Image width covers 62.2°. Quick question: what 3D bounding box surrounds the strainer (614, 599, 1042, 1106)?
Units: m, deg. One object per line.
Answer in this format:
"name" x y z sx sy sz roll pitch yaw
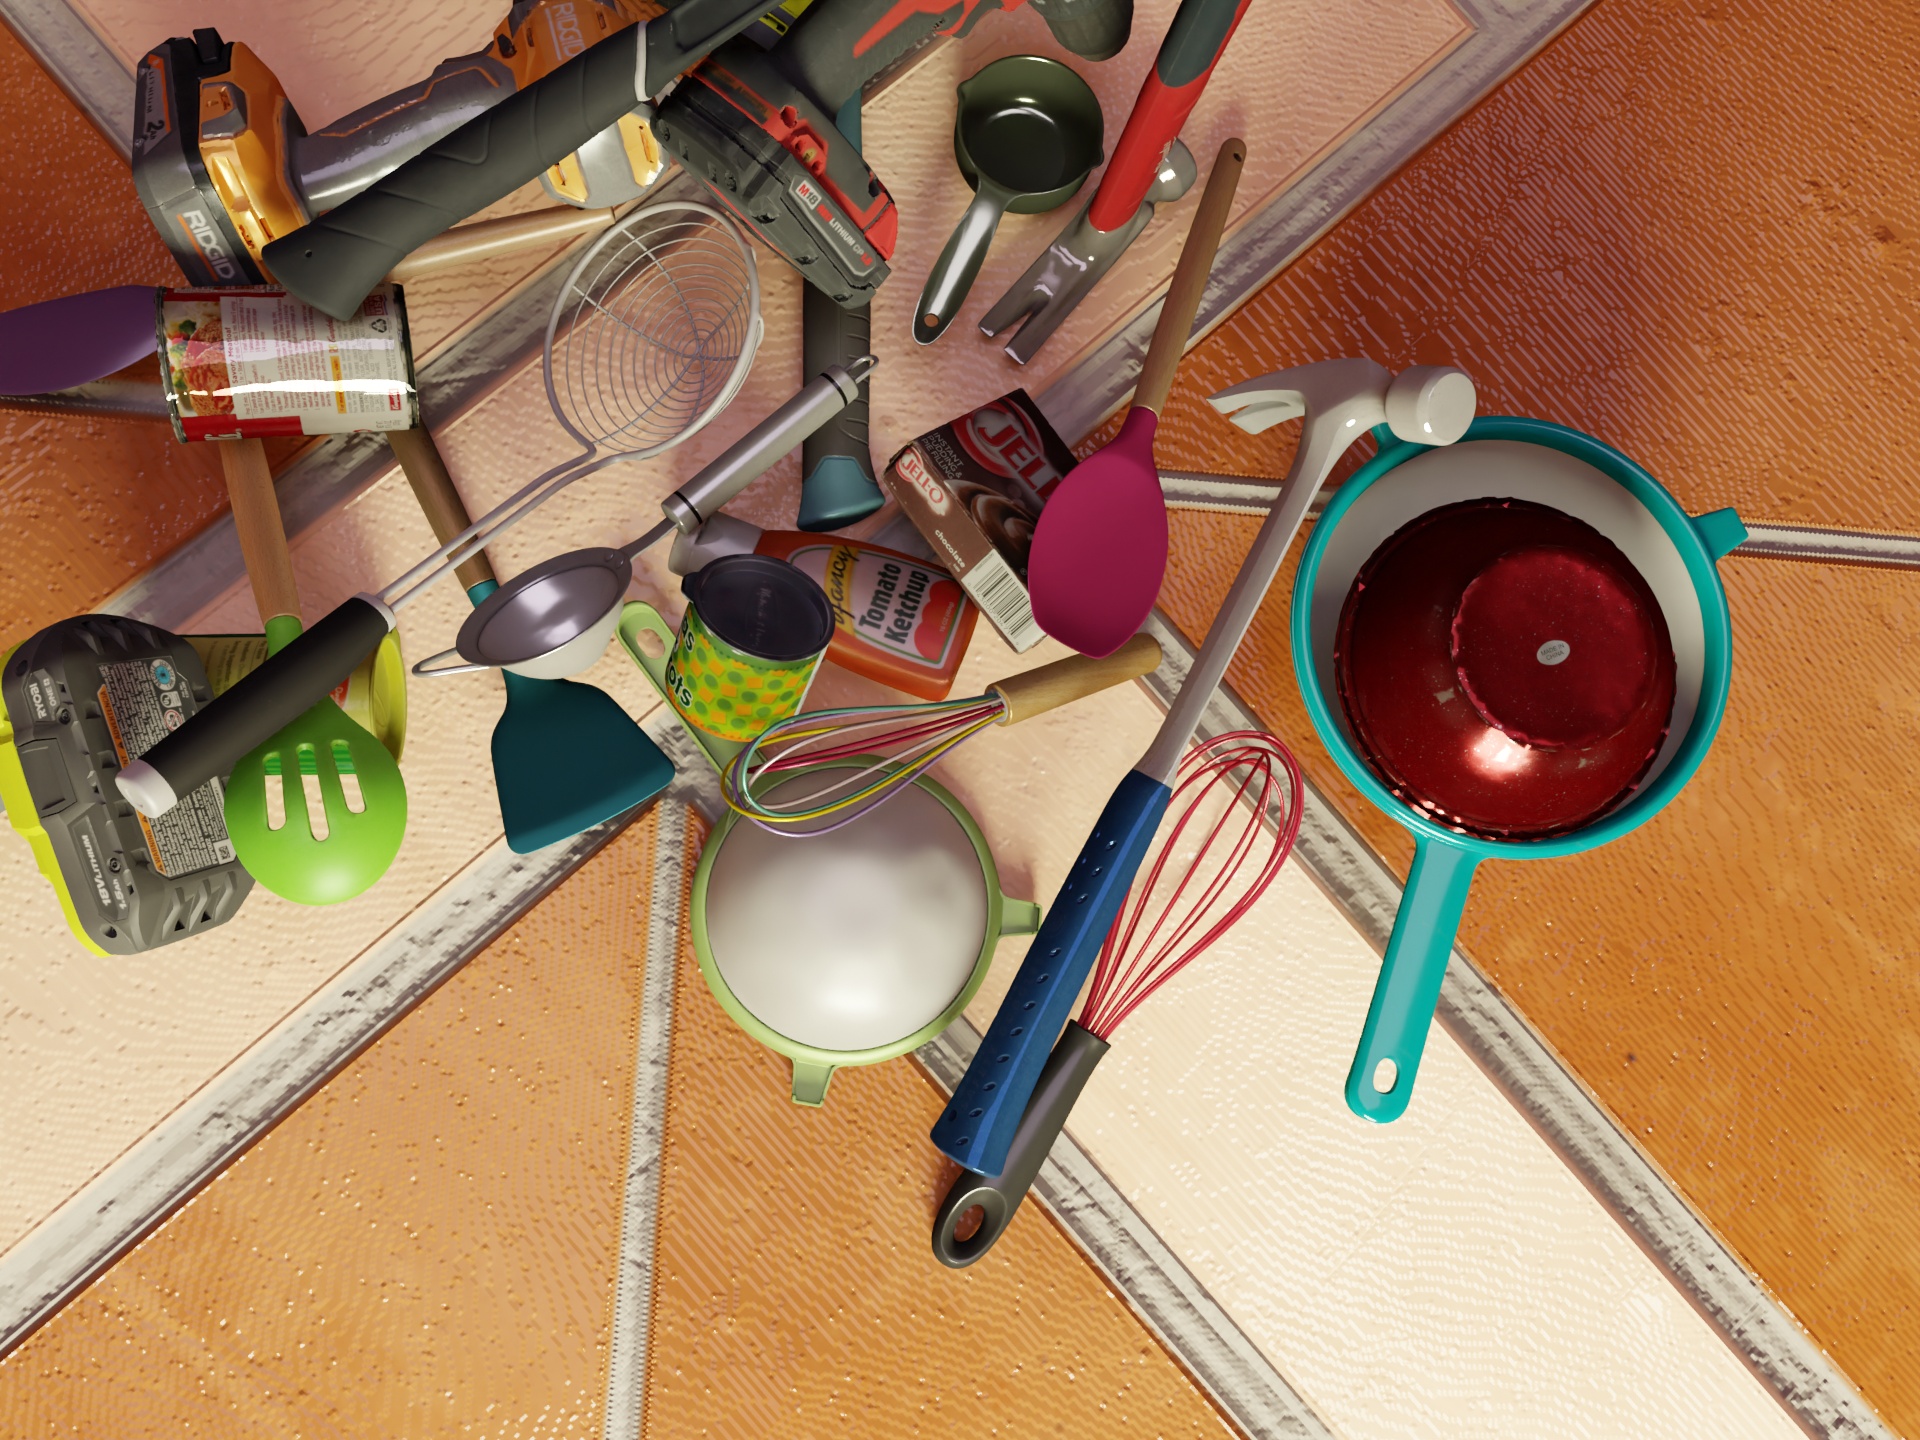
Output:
"strainer" -0.083 0.044 0.744 0.151 0.069 0.256 -37 89 -10

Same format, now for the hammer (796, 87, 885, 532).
"hammer" -0.061 -0.258 0.808 0.128 0.033 0.331 0 82 -8

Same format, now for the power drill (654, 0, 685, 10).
"power drill" -0.132 -0.484 0.813 0.143 0.078 0.220 38 83 -1

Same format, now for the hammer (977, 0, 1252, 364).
"hammer" 0.087 -0.267 0.647 0.038 0.386 0.143 41 80 0

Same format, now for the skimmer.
"skimmer" -0.219 -0.105 0.685 0.127 0.090 0.363 19 49 29

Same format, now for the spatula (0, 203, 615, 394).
"spatula" -0.320 -0.206 0.759 0.316 0.018 0.060 -14 62 -3

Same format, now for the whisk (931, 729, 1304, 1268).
"whisk" 0.072 0.132 0.759 0.073 0.073 0.296 33 86 -1

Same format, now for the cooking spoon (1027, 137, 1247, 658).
"cooking spoon" 0.097 -0.170 0.786 0.068 0.017 0.319 28 65 -17

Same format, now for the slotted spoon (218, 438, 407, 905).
"slotted spoon" -0.306 -0.062 0.702 0.070 0.031 0.314 -13 62 -20

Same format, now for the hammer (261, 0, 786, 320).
"hammer" -0.113 -0.282 0.641 0.409 0.036 0.149 -28 85 11

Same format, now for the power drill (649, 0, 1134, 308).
"power drill" -0.014 -0.305 0.730 0.080 0.187 0.226 43 96 25

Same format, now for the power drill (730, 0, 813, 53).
"power drill" -0.130 -0.425 0.740 0.223 0.080 0.171 29 87 -7

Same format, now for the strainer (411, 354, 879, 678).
"strainer" -0.133 -0.088 0.730 0.258 0.087 0.050 -42 129 -12

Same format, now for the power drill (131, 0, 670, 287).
"power drill" -0.260 -0.296 0.752 0.226 0.084 0.186 -16 54 -5

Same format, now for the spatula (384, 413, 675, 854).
"spatula" -0.239 -0.090 0.758 0.082 0.044 0.317 -27 85 -11

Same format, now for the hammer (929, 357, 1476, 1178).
"hammer" 0.090 0.016 0.733 0.035 0.144 0.405 28 88 -32

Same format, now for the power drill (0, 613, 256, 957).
"power drill" -0.418 0.063 0.668 0.228 0.080 0.190 -16 92 16

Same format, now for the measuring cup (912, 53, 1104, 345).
"measuring cup" 0.014 -0.260 0.817 0.083 0.038 0.167 26 82 -2

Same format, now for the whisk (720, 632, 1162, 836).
"whisk" -0.002 -0.004 0.741 0.245 0.047 0.051 -20 108 -32

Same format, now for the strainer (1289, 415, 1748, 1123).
"strainer" 0.236 0.025 0.774 0.211 0.095 0.340 19 82 -1
